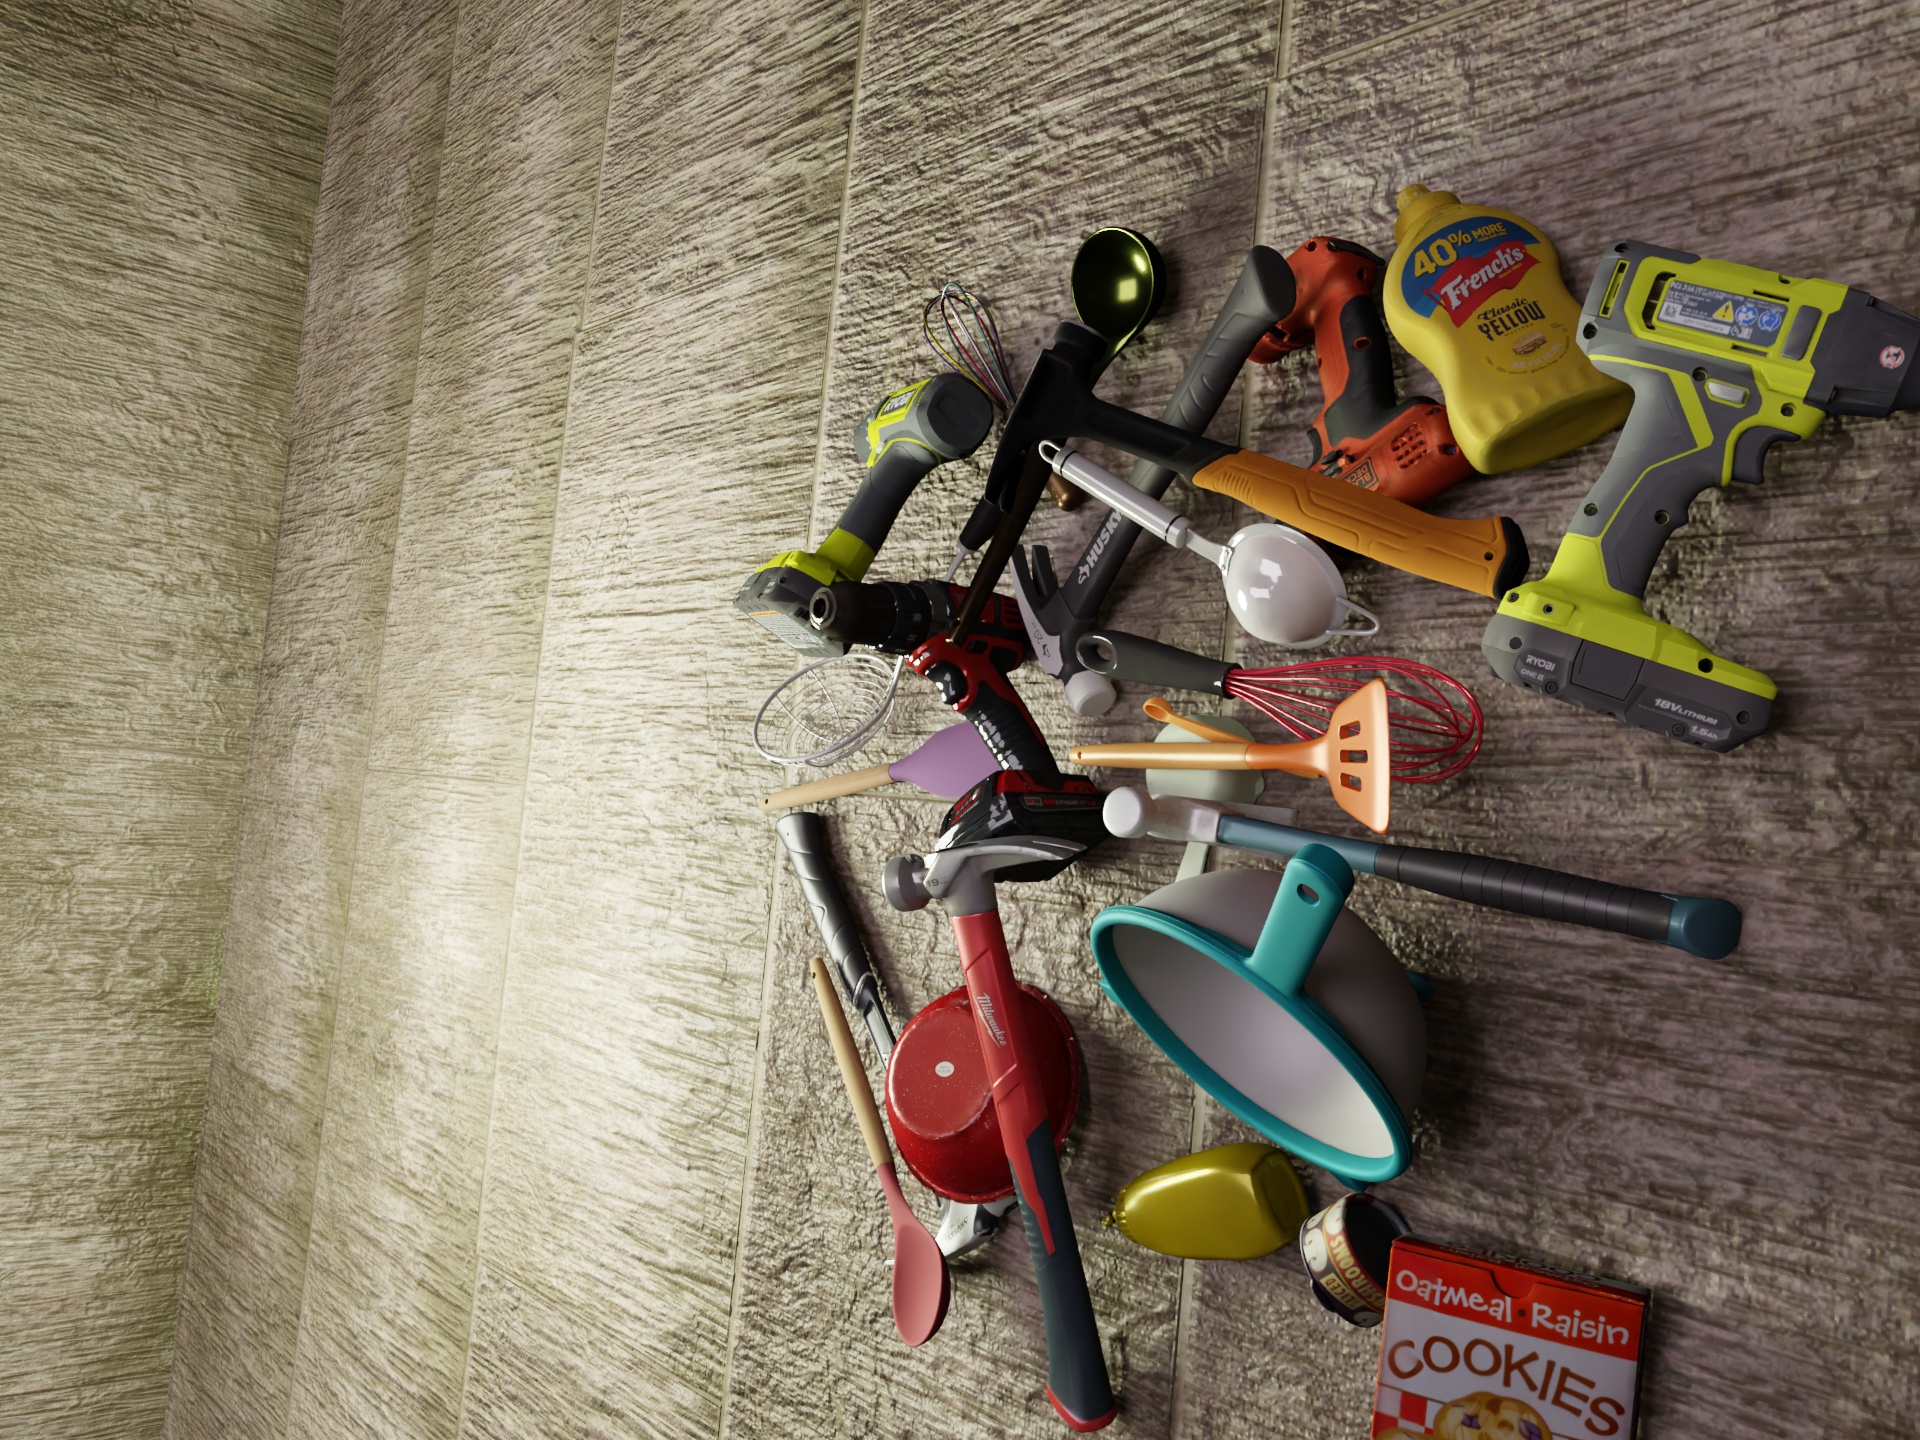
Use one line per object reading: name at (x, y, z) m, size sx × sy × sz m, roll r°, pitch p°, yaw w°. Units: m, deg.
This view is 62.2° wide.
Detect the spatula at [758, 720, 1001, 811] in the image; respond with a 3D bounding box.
spatula at (-0.070, 0.049, 1.304) m, size 0.316 × 0.018 × 0.060 m, roll -14°, pitch 71°, yaw 46°

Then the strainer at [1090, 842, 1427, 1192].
strainer at (0.180, 0.120, 0.831) m, size 0.211 × 0.095 × 0.340 m, roll 37°, pitch 158°, yaw 20°

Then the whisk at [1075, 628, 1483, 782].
whisk at (0.182, -0.020, 0.973) m, size 0.296 × 0.073 × 0.073 m, roll 17°, pitch 96°, yaw 44°

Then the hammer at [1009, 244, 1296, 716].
hammer at (0.124, -0.165, 1.054) m, size 0.334 × 0.035 × 0.146 m, roll -61°, pitch 42°, yaw 41°

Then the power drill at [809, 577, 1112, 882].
power drill at (-0.002, -0.004, 1.111) m, size 0.080 × 0.187 × 0.227 m, roll -41°, pitch 58°, yaw 36°

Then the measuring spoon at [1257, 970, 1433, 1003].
measuring spoon at (0.221, 0.154, 0.946) m, size 0.129 × 0.021 × 0.042 m, roll -2°, pitch 82°, yaw 50°

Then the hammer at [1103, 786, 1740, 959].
hammer at (0.247, 0.080, 0.874) m, size 0.331 × 0.128 × 0.033 m, roll 10°, pitch 91°, yaw 40°

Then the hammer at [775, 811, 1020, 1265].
hammer at (-0.071, 0.235, 1.261) m, size 0.149 × 0.036 × 0.409 m, roll -52°, pitch 48°, yaw 31°

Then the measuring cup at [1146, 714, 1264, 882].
measuring cup at (0.144, 0.077, 1.035) m, size 0.083 × 0.038 × 0.167 m, roll 17°, pitch 94°, yaw 49°

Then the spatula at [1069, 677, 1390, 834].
spatula at (0.153, 0.021, 0.955) m, size 0.323 × 0.041 × 0.081 m, roll -2°, pitch 88°, yaw 60°

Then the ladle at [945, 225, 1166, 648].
ladle at (0.058, -0.198, 1.106) m, size 0.078 × 0.062 × 0.320 m, roll 17°, pitch 77°, yaw 43°

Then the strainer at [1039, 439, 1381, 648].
strainer at (0.141, -0.111, 0.988) m, size 0.259 × 0.050 × 0.086 m, roll 37°, pitch 144°, yaw 29°

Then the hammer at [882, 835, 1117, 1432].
hammer at (0.056, 0.266, 1.023) m, size 0.143 × 0.038 × 0.386 m, roll -13°, pitch 92°, yaw 34°

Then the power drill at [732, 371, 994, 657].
power drill at (-0.080, -0.165, 1.251) m, size 0.228 × 0.080 × 0.191 m, roll -58°, pitch 22°, yaw -11°

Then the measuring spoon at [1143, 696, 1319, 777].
measuring spoon at (0.170, 0.010, 0.993) m, size 0.117 × 0.021 × 0.011 m, roll 22°, pitch 68°, yaw 11°

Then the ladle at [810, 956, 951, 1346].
ladle at (-0.066, 0.312, 1.194) m, size 0.069 × 0.031 × 0.316 m, roll -51°, pitch 46°, yaw 33°

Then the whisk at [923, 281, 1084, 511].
whisk at (0.036, -0.253, 1.223) m, size 0.245 × 0.047 × 0.051 m, roll 62°, pitch 139°, yaw 30°

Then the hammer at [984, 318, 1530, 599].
hammer at (0.166, -0.135, 0.931) m, size 0.337 × 0.034 × 0.127 m, roll 27°, pitch 92°, yaw 33°

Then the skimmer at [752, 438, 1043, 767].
skimmer at (-0.048, -0.101, 1.233) m, size 0.363 × 0.090 × 0.127 m, roll -56°, pitch 22°, yaw 33°

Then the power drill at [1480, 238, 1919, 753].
power drill at (0.362, -0.104, 0.769) m, size 0.171 × 0.080 × 0.223 m, roll 22°, pitch 99°, yaw 21°
